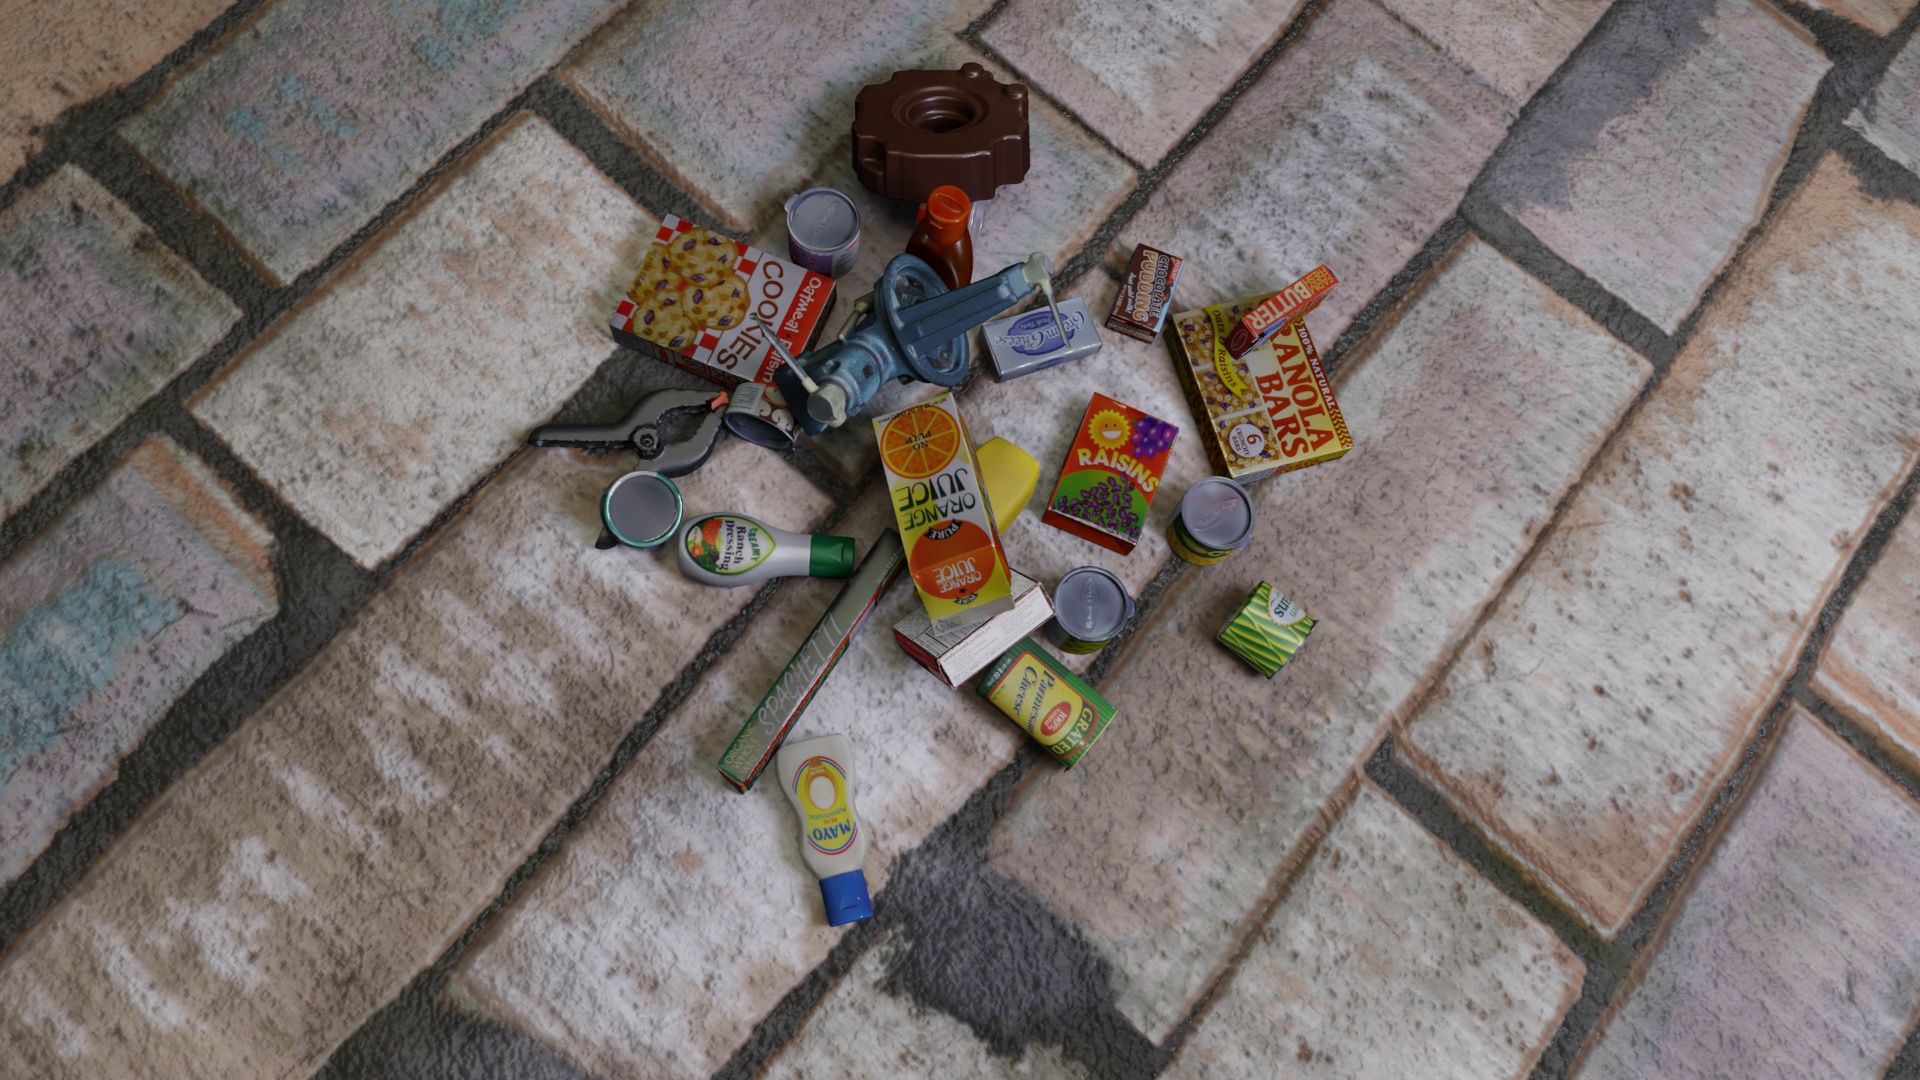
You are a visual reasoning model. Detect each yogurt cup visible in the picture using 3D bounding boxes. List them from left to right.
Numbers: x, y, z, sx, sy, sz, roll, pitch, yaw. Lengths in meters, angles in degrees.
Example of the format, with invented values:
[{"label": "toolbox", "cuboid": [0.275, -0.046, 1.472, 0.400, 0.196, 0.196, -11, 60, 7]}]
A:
[{"label": "yogurt cup", "cuboid": [-0.010, -0.300, 1.291, 0.054, 0.072, 0.072, 12, 72, 6]}]

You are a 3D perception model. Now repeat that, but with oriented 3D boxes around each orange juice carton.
[{"label": "orange juice carton", "cuboid": [-0.011, -0.018, 1.143, 0.072, 0.073, 0.193, -18, 64, 7]}]

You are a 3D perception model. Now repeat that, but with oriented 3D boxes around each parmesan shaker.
[{"label": "parmesan shaker", "cuboid": [0.070, 0.136, 1.162, 0.103, 0.071, 0.071, 39, 73, 6]}]

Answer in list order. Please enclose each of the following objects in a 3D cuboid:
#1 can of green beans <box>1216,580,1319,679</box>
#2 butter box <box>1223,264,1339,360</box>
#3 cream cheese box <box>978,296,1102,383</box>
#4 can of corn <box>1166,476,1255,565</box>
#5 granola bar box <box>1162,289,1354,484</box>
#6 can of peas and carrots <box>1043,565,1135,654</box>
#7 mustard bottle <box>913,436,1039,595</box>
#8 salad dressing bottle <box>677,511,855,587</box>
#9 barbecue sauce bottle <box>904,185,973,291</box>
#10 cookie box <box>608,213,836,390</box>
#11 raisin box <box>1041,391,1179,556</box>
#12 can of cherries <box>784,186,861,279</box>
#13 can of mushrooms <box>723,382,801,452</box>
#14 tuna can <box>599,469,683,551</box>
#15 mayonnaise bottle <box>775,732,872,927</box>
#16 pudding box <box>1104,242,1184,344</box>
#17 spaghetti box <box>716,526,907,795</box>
[{"label": "can of green beans", "cuboid": [0.264, 0.077, 1.201, 0.058, 0.071, 0.071, 39, 73, 7]}, {"label": "butter box", "cuboid": [0.290, -0.207, 1.258, 0.104, 0.053, 0.024, -34, 81, -16]}, {"label": "cream cheese box", "cuboid": [0.074, -0.186, 1.284, 0.104, 0.024, 0.053, -18, 76, -11]}, {"label": "can of corn", "cuboid": [0.222, -0.014, 1.229, 0.071, 0.058, 0.071, 2, 73, -6]}, {"label": "granola bar box", "cuboid": [0.274, -0.141, 1.284, 0.124, 0.039, 0.166, -14, 75, -11]}, {"label": "can of peas and carrots", "cuboid": [0.109, 0.061, 1.193, 0.071, 0.058, 0.071, 2, 73, -6]}, {"label": "mustard bottle", "cuboid": [0.004, -0.015, 1.210, 0.065, 0.048, 0.161, 35, 74, 10]}, {"label": "salad dressing bottle", "cuboid": [-0.165, 0.010, 1.186, 0.148, 0.044, 0.064, 4, 72, -5]}, {"label": "barbecue sauce bottle", "cuboid": [-0.017, -0.260, 1.232, 0.065, 0.148, 0.044, 33, 73, 5]}, {"label": "cookie box", "cuboid": [-0.211, -0.206, 1.251, 0.167, 0.040, 0.123, 22, 72, 2]}, {"label": "raisin box", "cuboid": [0.134, -0.060, 1.244, 0.086, 0.040, 0.124, 23, 71, 2]}, {"label": "can of cherries", "cuboid": [-0.127, -0.282, 1.274, 0.071, 0.058, 0.071, 2, 74, -5]}, {"label": "can of mushrooms", "cuboid": [-0.168, -0.107, 1.212, 0.071, 0.071, 0.033, 19, 71, 0]}, {"label": "tuna can", "cuboid": [-0.267, -0.024, 1.166, 0.071, 0.033, 0.071, 0, 89, -20]}, {"label": "mayonnaise bottle", "cuboid": [-0.105, 0.234, 1.123, 0.065, 0.041, 0.148, -12, 74, -13]}, {"label": "pudding box", "cuboid": [0.174, -0.232, 1.307, 0.050, 0.030, 0.084, 22, 72, 0]}, {"label": "spaghetti box", "cuboid": [-0.119, 0.098, 1.160, 0.029, 0.050, 0.251, 33, 72, 6]}]
